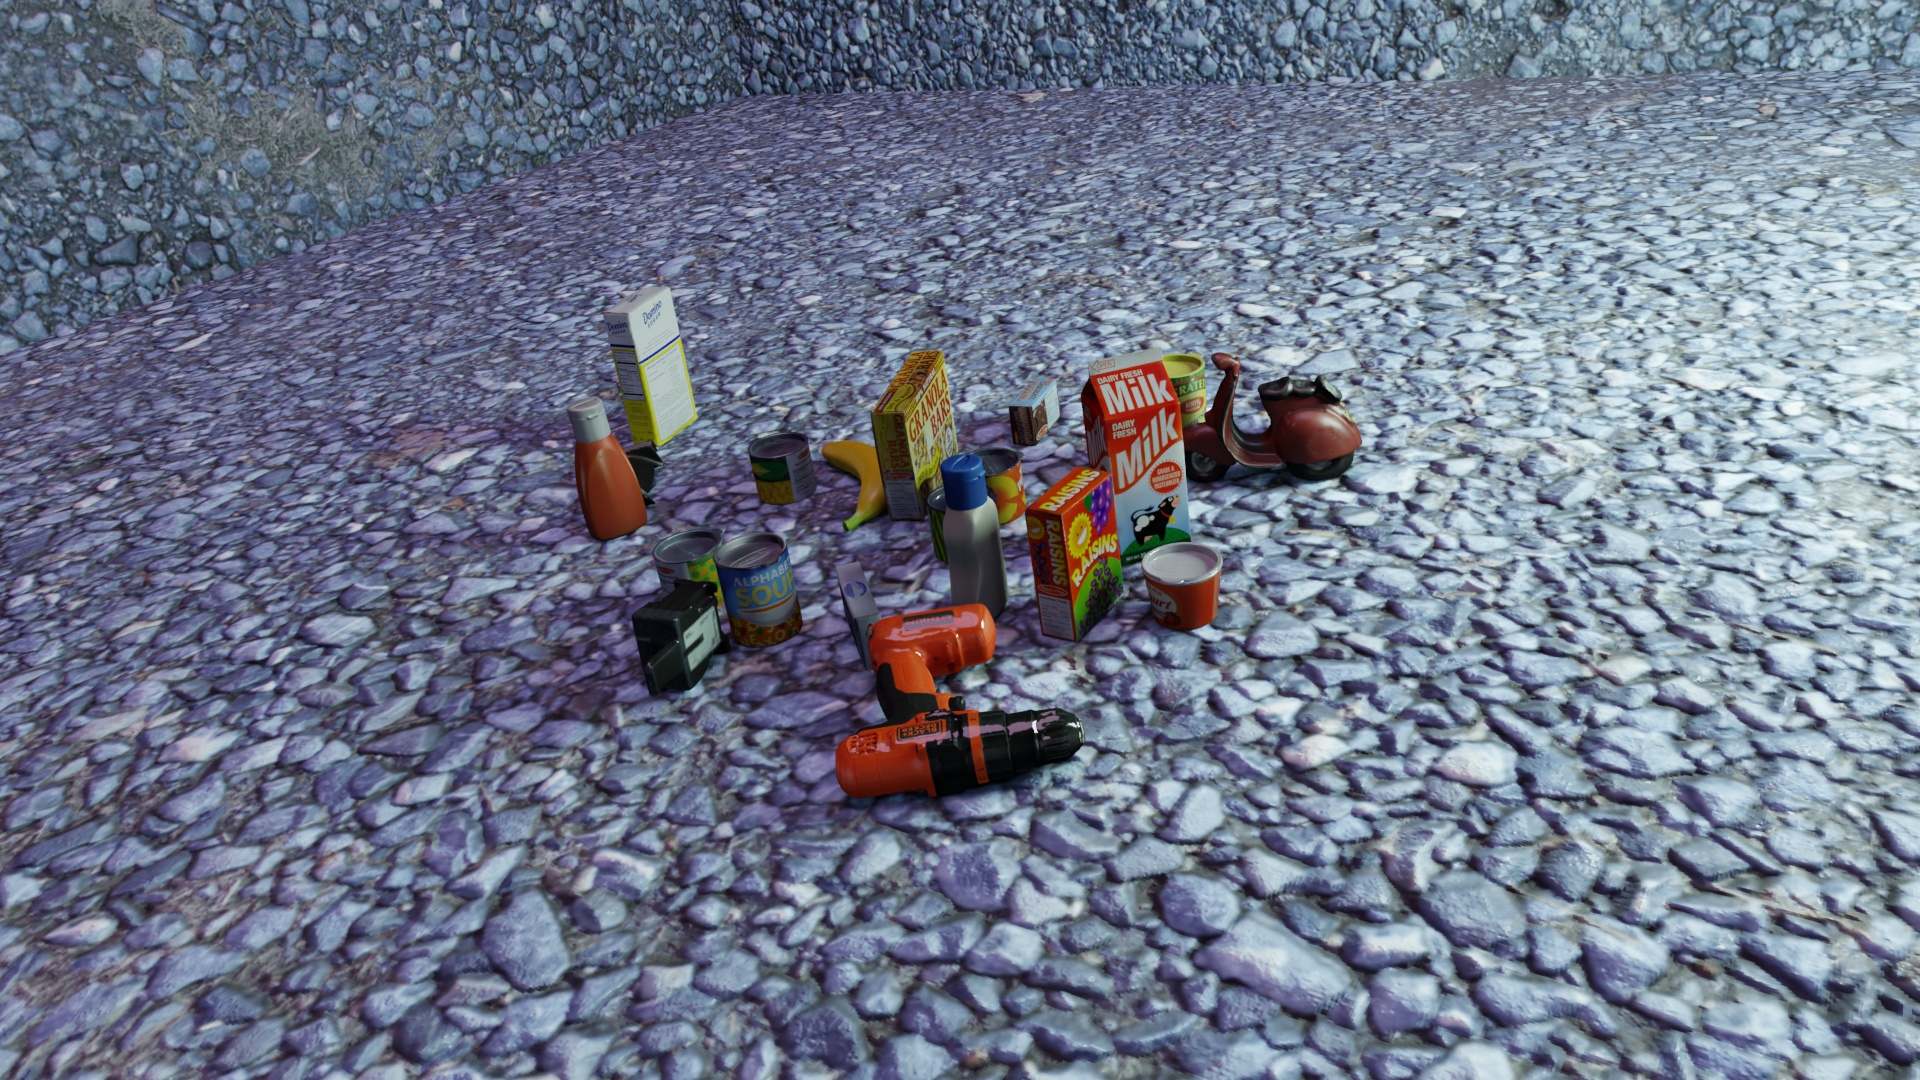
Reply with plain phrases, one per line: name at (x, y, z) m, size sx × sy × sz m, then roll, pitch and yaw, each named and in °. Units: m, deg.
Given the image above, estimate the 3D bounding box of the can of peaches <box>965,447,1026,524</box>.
can of peaches at (0.034, -0.055, 1.401) m, size 0.071 × 0.057 × 0.071 m, roll -7°, pitch 27°, yaw 4°

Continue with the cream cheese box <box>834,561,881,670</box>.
cream cheese box at (-0.086, 0.064, 1.213) m, size 0.024 × 0.053 × 0.104 m, roll -13°, pitch 28°, yaw -9°

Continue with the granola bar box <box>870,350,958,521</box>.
granola bar box at (-0.047, -0.113, 1.463) m, size 0.039 × 0.123 × 0.166 m, roll -1°, pitch 28°, yaw 15°

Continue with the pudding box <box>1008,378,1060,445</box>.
pudding box at (0.084, -0.147, 1.570) m, size 0.030 × 0.049 × 0.084 m, roll 4°, pitch 30°, yaw 24°

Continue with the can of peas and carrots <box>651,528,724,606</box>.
can of peas and carrots at (-0.253, 0.029, 1.324) m, size 0.071 × 0.058 × 0.071 m, roll -7°, pitch 27°, yaw 4°

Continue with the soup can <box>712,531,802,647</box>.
soup can at (-0.179, 0.045, 1.244) m, size 0.071 × 0.083 × 0.072 m, roll -7°, pitch 27°, yaw 4°

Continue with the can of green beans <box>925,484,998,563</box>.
can of green beans at (0.003, -0.017, 1.338) m, size 0.071 × 0.057 × 0.071 m, roll -7°, pitch 27°, yaw 4°

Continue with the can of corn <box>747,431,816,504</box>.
can of corn at (-0.195, -0.079, 1.513) m, size 0.071 × 0.058 × 0.071 m, roll -7°, pitch 27°, yaw 4°

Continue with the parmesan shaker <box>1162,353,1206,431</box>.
parmesan shaker at (0.227, -0.136, 1.452) m, size 0.071 × 0.102 × 0.071 m, roll -7°, pitch 27°, yaw 4°

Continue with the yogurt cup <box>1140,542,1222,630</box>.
yogurt cup at (0.189, 0.040, 1.180) m, size 0.072 × 0.053 × 0.073 m, roll -7°, pitch 27°, yaw 4°

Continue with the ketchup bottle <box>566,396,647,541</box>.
ketchup bottle at (-0.377, -0.076, 1.463) m, size 0.065 × 0.148 × 0.043 m, roll -25°, pitch 31°, yaw -28°

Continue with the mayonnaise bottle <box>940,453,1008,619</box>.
mayonnaise bottle at (0.010, -0.002, 1.210) m, size 0.041 × 0.147 × 0.065 m, roll 5°, pitch 30°, yaw 25°

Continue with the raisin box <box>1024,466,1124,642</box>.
raisin box at (0.099, 0.011, 1.185) m, size 0.040 × 0.122 × 0.086 m, roll 12°, pitch 34°, yaw 35°

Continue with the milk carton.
milk carton at (0.159, -0.082, 1.273) m, size 0.072 × 0.189 × 0.074 m, roll -13°, pitch 27°, yaw -9°
